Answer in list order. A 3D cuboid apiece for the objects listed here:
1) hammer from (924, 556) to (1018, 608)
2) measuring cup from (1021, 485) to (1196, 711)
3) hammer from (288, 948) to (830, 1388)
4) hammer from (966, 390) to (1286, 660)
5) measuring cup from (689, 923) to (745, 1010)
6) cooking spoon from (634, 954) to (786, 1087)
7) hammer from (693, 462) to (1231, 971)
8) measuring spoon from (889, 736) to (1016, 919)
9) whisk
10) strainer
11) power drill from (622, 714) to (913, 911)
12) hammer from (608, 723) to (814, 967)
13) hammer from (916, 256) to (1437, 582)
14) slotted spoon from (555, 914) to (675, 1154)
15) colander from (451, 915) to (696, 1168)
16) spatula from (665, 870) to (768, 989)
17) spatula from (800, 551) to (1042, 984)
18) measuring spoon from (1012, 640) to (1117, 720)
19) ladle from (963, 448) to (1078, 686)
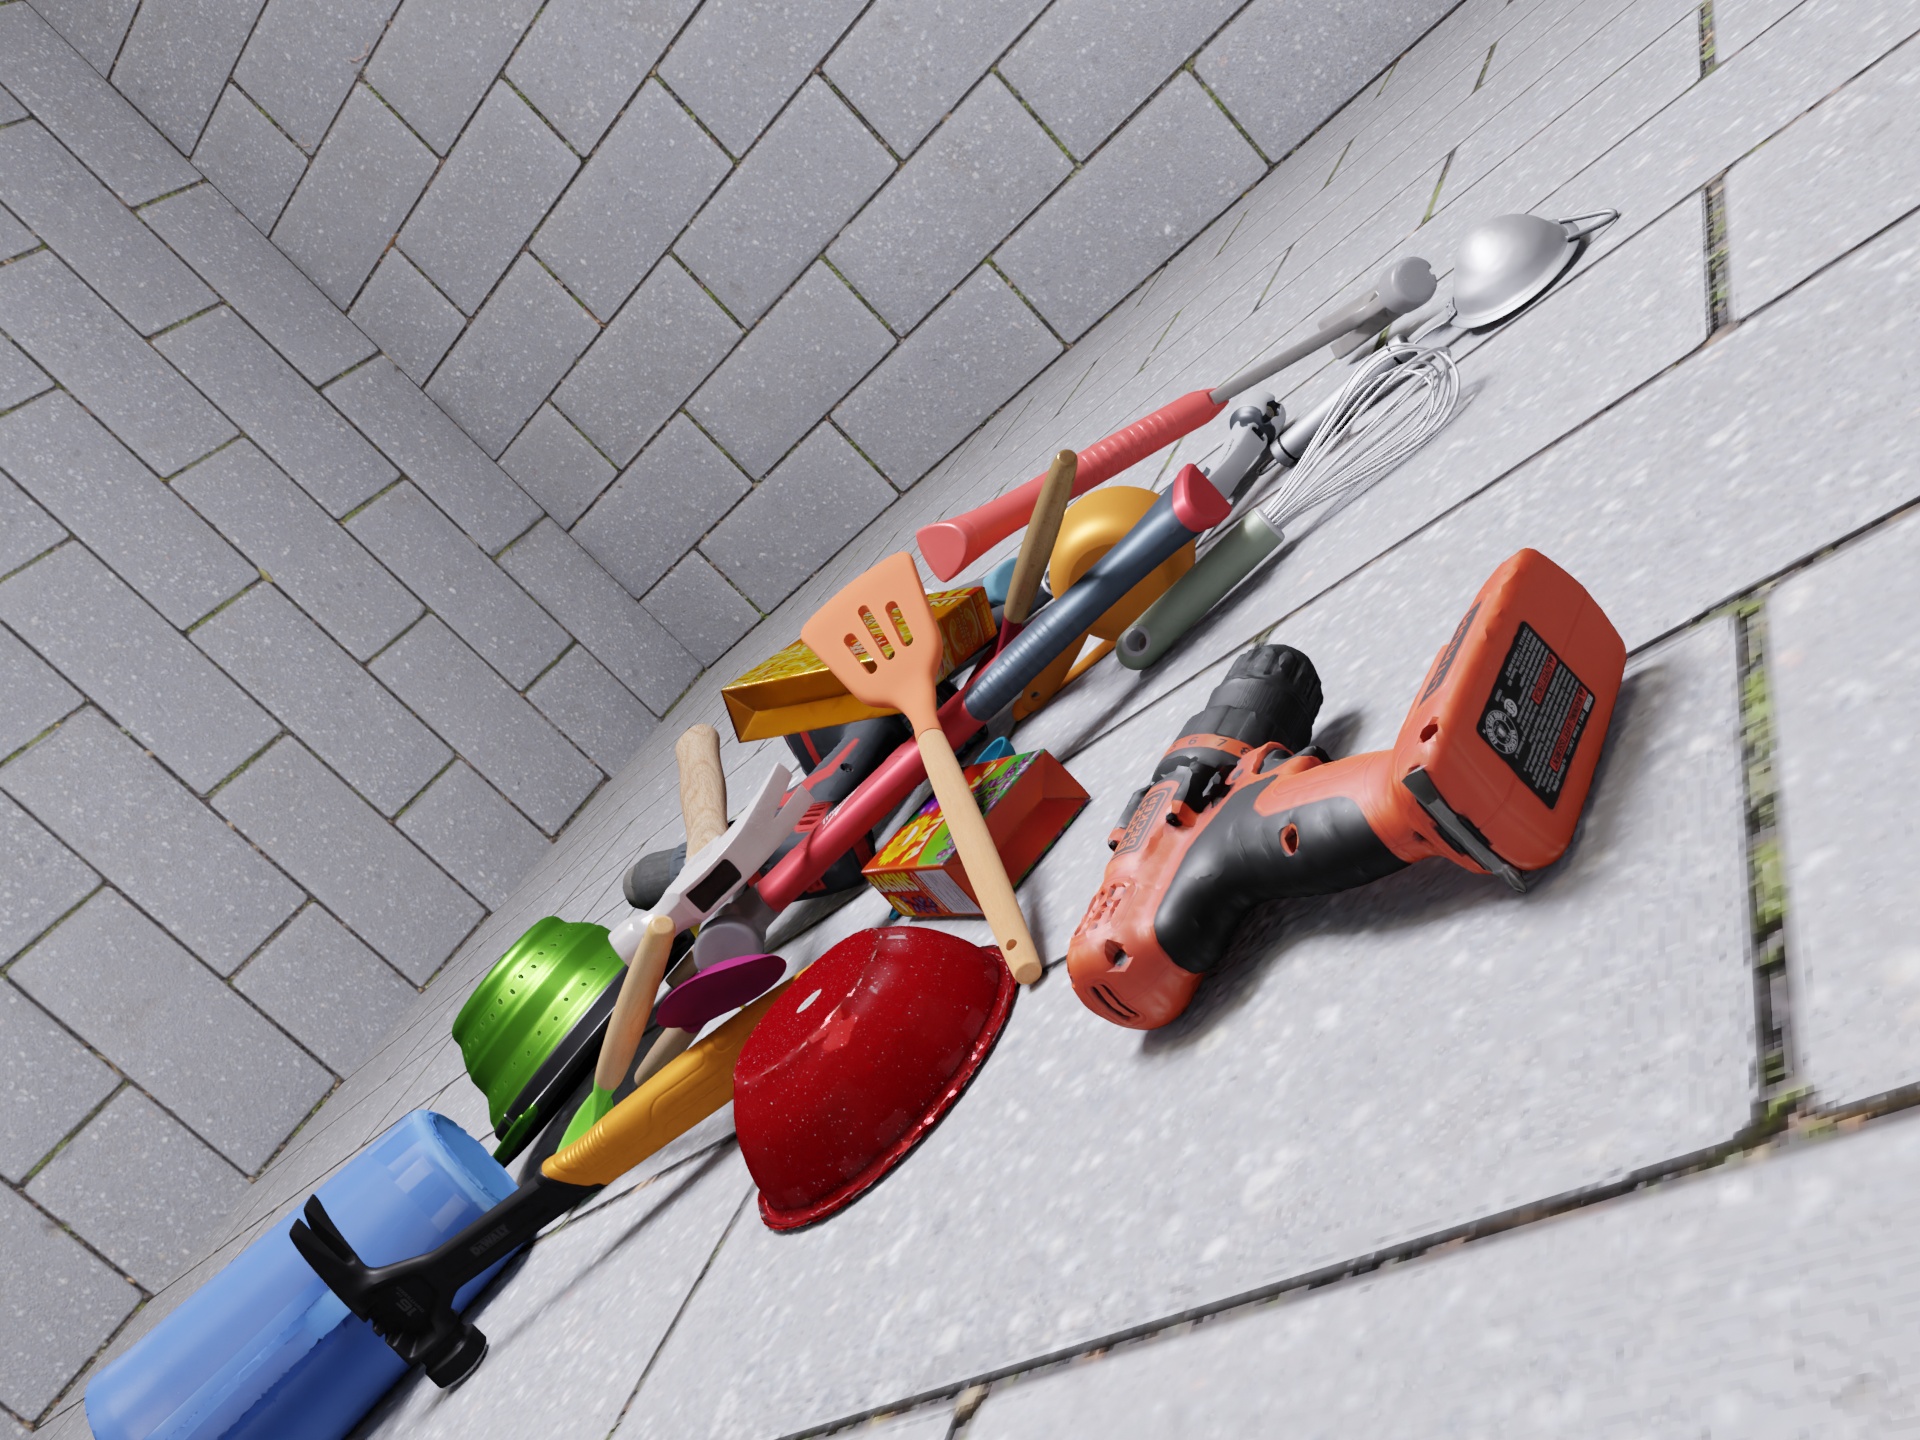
[{"bbox_3d":[-0.018,-0.087,1.286,0.128,0.033,0.331,-36,8,-20],"label":"hammer"},{"bbox_3d":[0.078,-0.060,0.976,0.173,0.095,0.052,-59,7,30],"label":"measuring cup"},{"bbox_3d":[-0.189,0.218,0.829,0.337,0.127,0.034,-36,14,11],"label":"hammer"},{"bbox_3d":[0.079,-0.109,1.223,0.409,0.036,0.149,-32,18,49],"label":"hammer"},{"bbox_3d":[-0.156,0.158,1.079,0.029,0.062,0.157,-34,21,-10],"label":"measuring cup"},{"bbox_3d":[-0.158,0.176,0.909,0.068,0.017,0.318,-14,-17,-25],"label":"cooking spoon"},{"bbox_3d":[-0.001,-0.003,0.915,0.386,0.038,0.143,-43,8,5],"label":"hammer"},{"bbox_3d":[-0.001,0.067,0.935,0.129,0.021,0.042,-58,12,-17],"label":"measuring spoon"},{"bbox_3d":[0.178,-0.115,0.885,0.246,0.058,0.059,-44,-24,17],"label":"whisk"},{"bbox_3d":[0.273,-0.231,0.965,0.258,0.050,0.087,-41,23,34],"label":"strainer"},{"bbox_3d":[-0.125,0.055,1.133,0.188,0.080,0.227,-14,27,26],"label":"power drill"},{"bbox_3d":[-0.161,0.053,1.014,0.130,0.031,0.331,-41,17,1],"label":"hammer"},{"bbox_3d":[0.131,-0.189,1.025,0.359,0.036,0.149,-30,3,-10],"label":"hammer"},{"bbox_3d":[-0.193,0.191,0.887,0.313,0.031,0.070,118,166,-49],"label":"slotted spoon"},{"bbox_3d":[-0.264,0.170,1.206,0.204,0.094,0.397,-52,0,37],"label":"colander"},{"bbox_3d":[-0.120,0.090,1.249,0.316,0.018,0.060,-48,13,-24],"label":"spatula"},{"bbox_3d":[-0.015,0.018,0.800,0.081,0.041,0.323,-37,34,8],"label":"spatula"},{"bbox_3d":[0.075,-0.037,1.032,0.117,0.011,0.021,-39,12,25],"label":"measuring spoon"},{"bbox_3d":[0.036,-0.076,0.941,0.069,0.031,0.315,-61,-4,-21],"label":"ladle"}]
